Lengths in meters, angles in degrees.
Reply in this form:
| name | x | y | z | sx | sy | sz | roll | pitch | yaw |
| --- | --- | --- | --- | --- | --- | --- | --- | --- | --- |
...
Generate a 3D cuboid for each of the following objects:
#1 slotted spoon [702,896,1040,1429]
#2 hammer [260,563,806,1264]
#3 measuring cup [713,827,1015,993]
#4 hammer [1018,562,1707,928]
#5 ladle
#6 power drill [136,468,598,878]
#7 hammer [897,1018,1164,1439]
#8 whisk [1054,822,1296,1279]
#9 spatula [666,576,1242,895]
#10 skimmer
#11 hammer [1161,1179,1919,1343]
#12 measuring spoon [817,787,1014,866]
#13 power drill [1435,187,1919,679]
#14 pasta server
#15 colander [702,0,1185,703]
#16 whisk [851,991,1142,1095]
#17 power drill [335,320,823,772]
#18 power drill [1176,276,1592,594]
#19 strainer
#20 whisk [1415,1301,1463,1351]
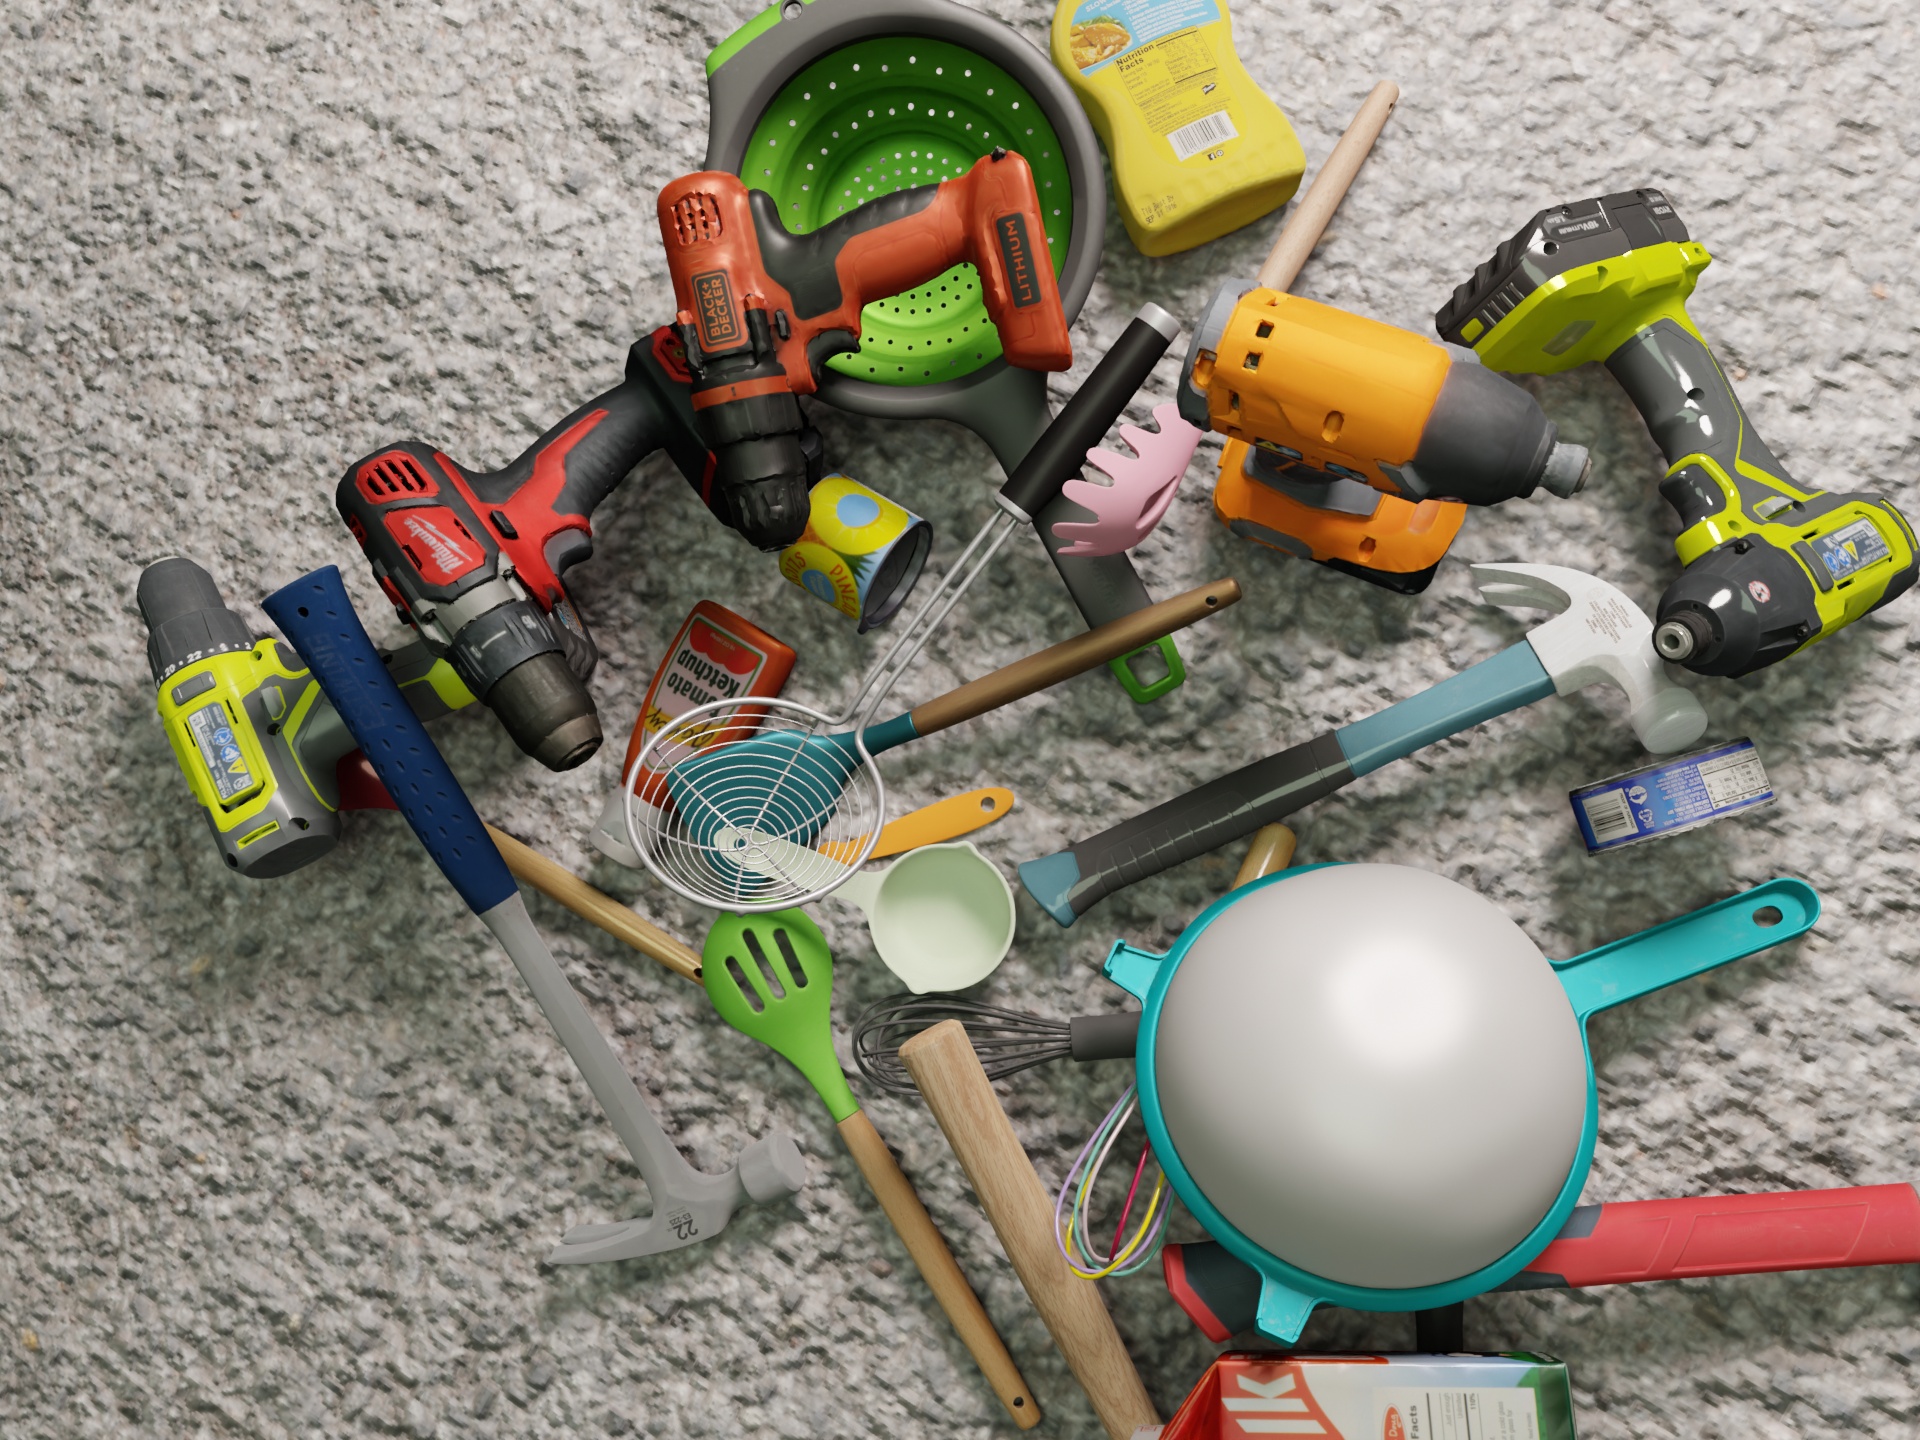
| name | x | y | z | sx | sy | sz | roll | pitch | yaw |
| --- | --- | --- | --- | --- | --- | --- | --- | --- | --- |
| slotted spoon | -0.044 | 0.232 | 0.845 | 0.070 | 0.031 | 0.314 | -31 | 81 | -7 |
| hammer | -0.243 | 0.108 | 0.836 | 0.144 | 0.035 | 0.405 | -28 | 98 | 10 |
| measuring cup | -0.050 | 0.089 | 0.846 | 0.167 | 0.038 | 0.083 | 19 | 87 | 9 |
| hammer | 0.179 | 0.024 | 0.789 | 0.331 | 0.033 | 0.128 | -26 | 48 | 16 |
| ladle | -0.266 | 0.073 | 0.909 | 0.315 | 0.031 | 0.069 | 29 | 90 | 11 |
| power drill | -0.340 | -0.044 | 0.889 | 0.228 | 0.080 | 0.191 | -28 | 78 | 0 |
| hammer | 0.058 | 0.302 | 0.789 | 0.130 | 0.031 | 0.331 | -28 | 90 | 10 |
| whisk | 0.113 | 0.157 | 0.773 | 0.051 | 0.047 | 0.245 | 28 | 69 | 3 |
| spatula | -0.001 | -0.003 | 0.831 | 0.317 | 0.044 | 0.082 | -24 | 104 | 18 |
| skimmer | -0.020 | -0.061 | 0.773 | 0.127 | 0.090 | 0.363 | 41 | 96 | 21 |
| hammer | 0.286 | 0.228 | 0.737 | 0.386 | 0.038 | 0.143 | -5 | 82 | 3 |
| measuring spoon | -0.026 | 0.060 | 0.863 | 0.117 | 0.011 | 0.021 | -20 | 81 | 10 |
| power drill | 0.326 | -0.129 | 0.733 | 0.171 | 0.080 | 0.223 | -20 | 74 | -33 |
| pasta server | 0.141 | -0.207 | 0.800 | 0.040 | 0.060 | 0.316 | 26 | 74 | 20 |
| colander | 0.012 | -0.191 | 0.847 | 0.204 | 0.094 | 0.397 | -28 | 98 | 7 |
| whisk | 0.060 | 0.161 | 0.821 | 0.239 | 0.055 | 0.055 | -5 | 84 | 8 |
| power drill | -0.180 | -0.096 | 0.825 | 0.227 | 0.080 | 0.188 | -33 | 80 | -22 |
| power drill | 0.188 | -0.119 | 0.720 | 0.164 | 0.226 | 0.084 | 22 | 91 | 13 |
| strainer | 0.246 | 0.124 | 0.711 | 0.340 | 0.095 | 0.211 | -19 | 62 | -7 |
| whisk | 0.232 | 0.332 | 0.763 | 0.073 | 0.073 | 0.296 | -1 | 78 | 12 |
